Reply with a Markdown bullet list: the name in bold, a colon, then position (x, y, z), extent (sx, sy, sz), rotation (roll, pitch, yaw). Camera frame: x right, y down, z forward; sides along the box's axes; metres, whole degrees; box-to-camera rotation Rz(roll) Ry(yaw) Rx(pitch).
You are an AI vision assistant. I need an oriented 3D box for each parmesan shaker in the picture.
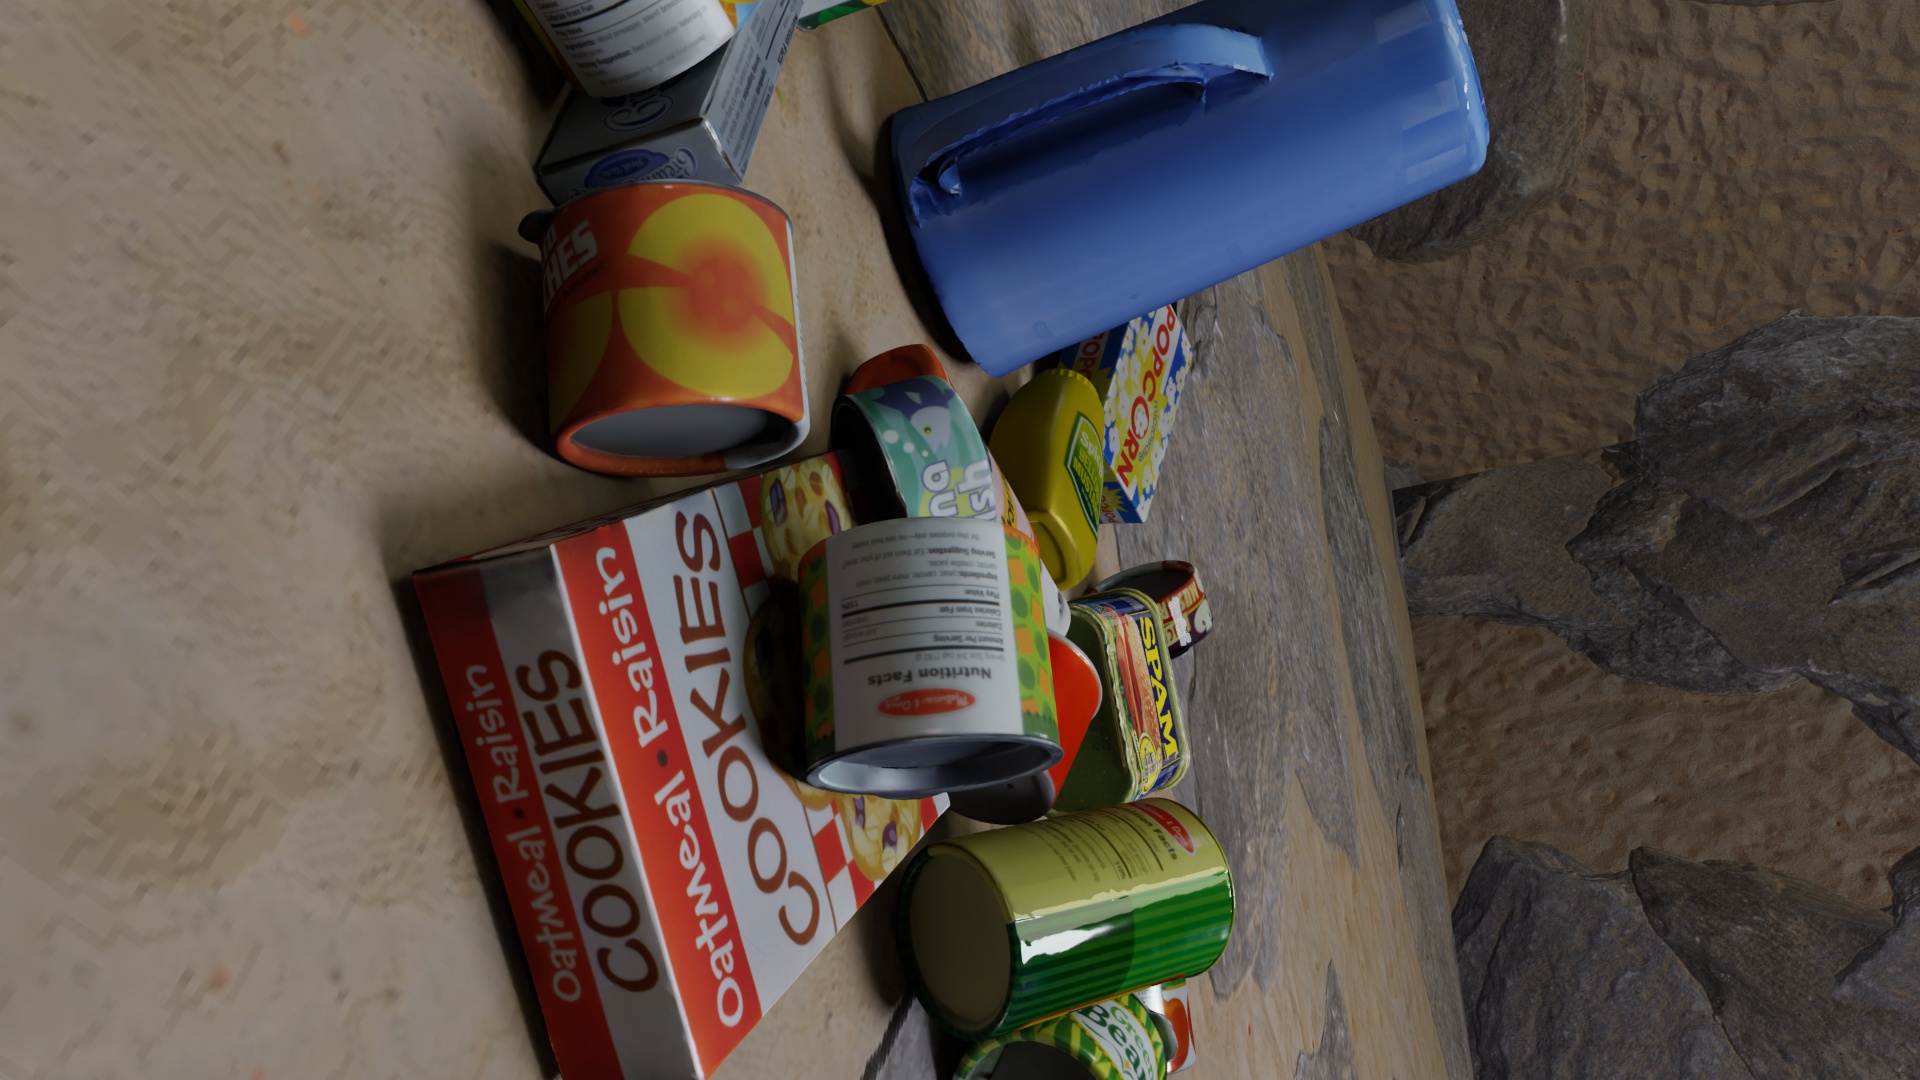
- **parmesan shaker**: position (0.035, 0.129, 0.487), extent (0.103, 0.071, 0.071), rotation (-1, 78, -38)

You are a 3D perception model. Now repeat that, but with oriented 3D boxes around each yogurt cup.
- **yogurt cup**: position (0.015, 0.070, 0.524), extent (0.072, 0.072, 0.054), rotation (62, 34, -35)

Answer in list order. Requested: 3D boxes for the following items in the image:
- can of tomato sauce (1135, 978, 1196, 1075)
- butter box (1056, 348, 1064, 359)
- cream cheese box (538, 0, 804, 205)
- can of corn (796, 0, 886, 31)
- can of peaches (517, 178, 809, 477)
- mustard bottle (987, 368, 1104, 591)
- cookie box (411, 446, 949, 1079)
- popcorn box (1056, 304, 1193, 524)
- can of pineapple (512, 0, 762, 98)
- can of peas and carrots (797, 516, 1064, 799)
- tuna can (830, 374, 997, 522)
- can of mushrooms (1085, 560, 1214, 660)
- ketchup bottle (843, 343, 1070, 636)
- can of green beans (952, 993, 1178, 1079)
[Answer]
- **can of tomato sauce**: position (0.059, 0.174, 0.571), extent (0.071, 0.071, 0.083), rotation (23, 58, -65)
- **butter box**: position (0.057, -0.151, 0.803), extent (0.053, 0.024, 0.103), rotation (-81, 150, -43)
- **cream cheese box**: position (-0.081, -0.135, 0.405), extent (0.024, 0.053, 0.104), rotation (60, 27, -42)
- **can of corn**: position (-0.046, -0.246, 0.551), extent (0.071, 0.058, 0.071), rotation (-13, 91, -69)
- **can of peaches**: position (-0.076, -0.052, 0.359), extent (0.071, 0.071, 0.058), rotation (21, 60, -65)
- **mustard bottle**: position (0.044, -0.043, 0.676), extent (0.161, 0.049, 0.065), rotation (-76, 148, -49)
- **cookie box**: position (-0.062, 0.047, 0.373), extent (0.168, 0.040, 0.122), rotation (-30, 107, -69)
- **popcorn box**: position (0.089, -0.084, 0.784), extent (0.085, 0.038, 0.127), rotation (52, 49, -49)
- **can of pineapple**: position (-0.093, -0.163, 0.374), extent (0.057, 0.071, 0.071), rotation (58, 28, -42)
- **can of peas and carrots**: position (-0.009, 0.033, 0.366), extent (0.071, 0.071, 0.059), rotation (36, 44, -60)
- **tuna can**: position (-0.015, -0.019, 0.451), extent (0.071, 0.033, 0.071), rotation (164, -91, -72)
- **can of mushrooms**: position (0.102, 0.039, 0.750), extent (0.071, 0.071, 0.033), rotation (-54, 127, -63)
- **ketchup bottle**: position (0.002, -0.007, 0.559), extent (0.148, 0.043, 0.065), rotation (57, 23, -43)
- **can of green beans**: position (0.036, 0.196, 0.499), extent (0.058, 0.071, 0.071), rotation (-12, 89, -69)
